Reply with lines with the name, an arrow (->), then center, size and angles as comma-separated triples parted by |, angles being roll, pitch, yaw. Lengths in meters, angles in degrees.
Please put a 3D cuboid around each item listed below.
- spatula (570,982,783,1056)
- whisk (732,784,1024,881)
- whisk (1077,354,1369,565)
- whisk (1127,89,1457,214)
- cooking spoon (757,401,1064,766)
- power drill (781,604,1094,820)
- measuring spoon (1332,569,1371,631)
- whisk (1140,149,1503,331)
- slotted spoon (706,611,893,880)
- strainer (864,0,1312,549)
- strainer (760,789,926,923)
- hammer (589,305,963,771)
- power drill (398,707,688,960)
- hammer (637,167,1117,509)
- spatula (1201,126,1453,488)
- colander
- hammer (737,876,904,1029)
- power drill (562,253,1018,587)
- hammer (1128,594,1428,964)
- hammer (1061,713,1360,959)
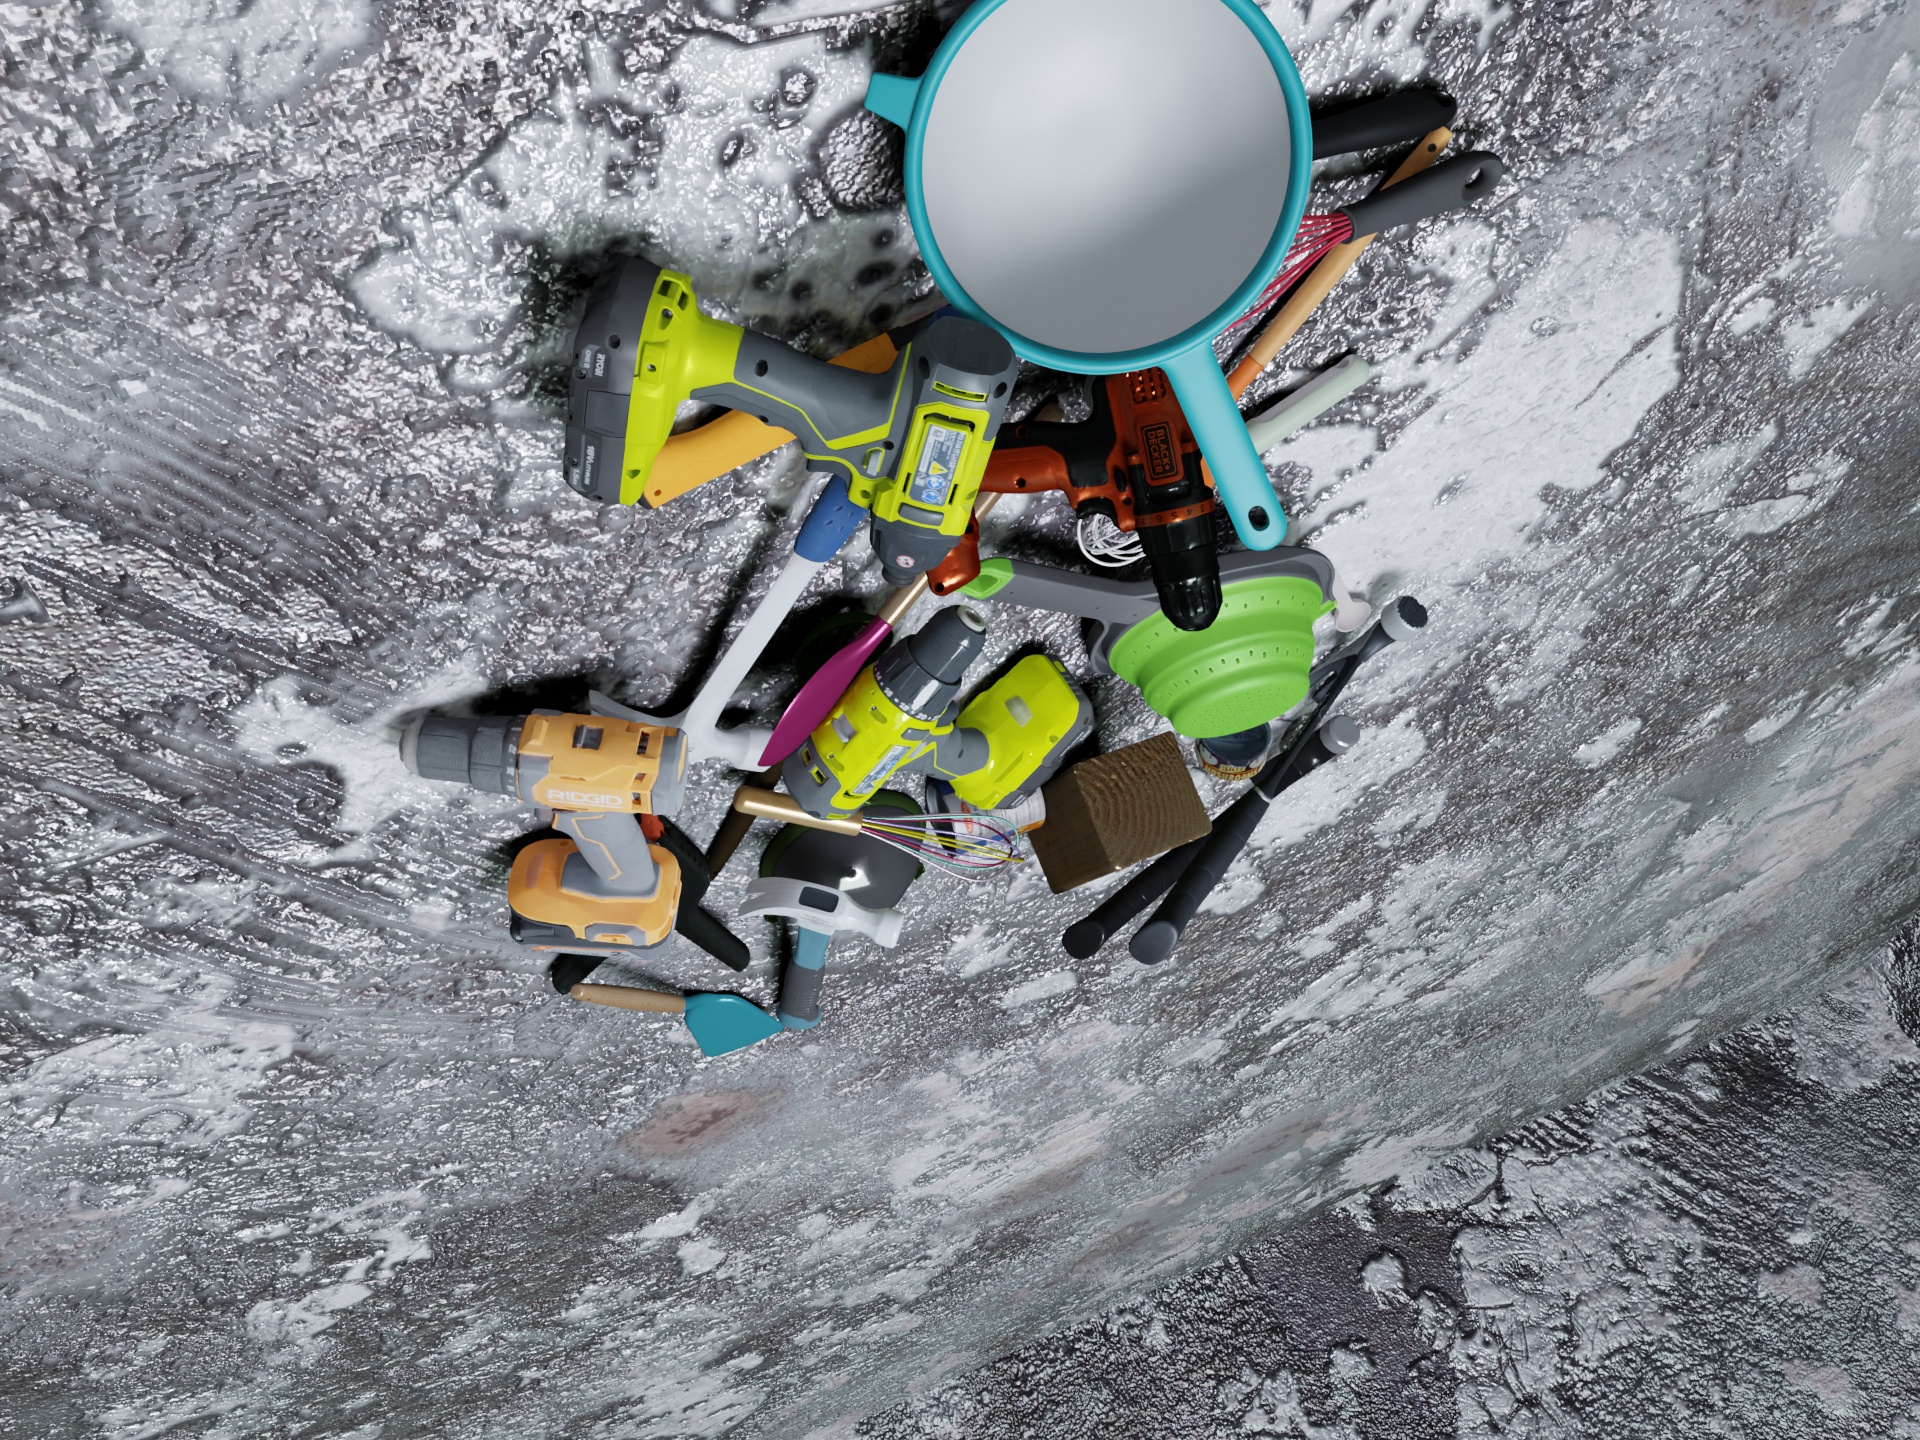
spatula -> -0.251, 0.254, 1.375 | 0.082, 0.044, 0.317 | -22, 162, 10
whisk -> -0.059, 0.084, 1.247 | 0.244, 0.047, 0.051 | 14, 120, -22
whisk -> 0.190, -0.191, 1.148 | 0.246, 0.058, 0.059 | -34, 114, 0
whisk -> 0.203, -0.348, 0.957 | 0.239, 0.055, 0.055 | -20, 145, -20
cooking spoon -> -0.035, -0.088, 1.083 | 0.319, 0.017, 0.068 | -51, 169, 8
power drill -> -0.002, -0.004, 1.188 | 0.190, 0.080, 0.228 | -47, 152, 25
measuring spoon -> 0.318, -0.115, 1.364 | 0.034, 0.018, 0.124 | -37, 138, 12
whisk -> 0.221, -0.300, 0.982 | 0.296, 0.073, 0.073 | -25, 146, -18
slotted spoon -> -0.138, 0.023, 1.210 | 0.070, 0.031, 0.313 | 2, 137, -36
strainer -> 0.103, -0.252, 0.883 | 0.211, 0.095, 0.340 | -25, 117, 10
strainer -> -0.084, 0.099, 1.305 | 0.151, 0.069, 0.256 | -16, 145, -18
hammer -> -0.105, -0.100, 1.015 | 0.144, 0.035, 0.405 | 10, 137, -33
power drill -> -0.282, 0.075, 1.107 | 0.185, 0.084, 0.226 | 6, 141, -4
hammer -> -0.047, -0.212, 0.963 | 0.337, 0.034, 0.127 | -27, 145, -2
spatula -> 0.216, -0.261, 1.073 | 0.081, 0.041, 0.322 | 37, 114, -5
colander -> 0.149, -0.053, 1.192 | 0.396, 0.095, 0.204 | 5, 152, -44
hammer -> -0.131, 0.210, 1.375 | 0.128, 0.033, 0.330 | 19, 152, 0
power drill -> -0.097, -0.157, 0.874 | 0.223, 0.080, 0.171 | 13, 137, -7
hammer -> 0.253, 0.051, 1.313 | 0.409, 0.036, 0.149 | -47, 180, -33
hammer -> 0.216, 0.110, 1.434 | 0.335, 0.035, 0.146 | -35, 174, -27
